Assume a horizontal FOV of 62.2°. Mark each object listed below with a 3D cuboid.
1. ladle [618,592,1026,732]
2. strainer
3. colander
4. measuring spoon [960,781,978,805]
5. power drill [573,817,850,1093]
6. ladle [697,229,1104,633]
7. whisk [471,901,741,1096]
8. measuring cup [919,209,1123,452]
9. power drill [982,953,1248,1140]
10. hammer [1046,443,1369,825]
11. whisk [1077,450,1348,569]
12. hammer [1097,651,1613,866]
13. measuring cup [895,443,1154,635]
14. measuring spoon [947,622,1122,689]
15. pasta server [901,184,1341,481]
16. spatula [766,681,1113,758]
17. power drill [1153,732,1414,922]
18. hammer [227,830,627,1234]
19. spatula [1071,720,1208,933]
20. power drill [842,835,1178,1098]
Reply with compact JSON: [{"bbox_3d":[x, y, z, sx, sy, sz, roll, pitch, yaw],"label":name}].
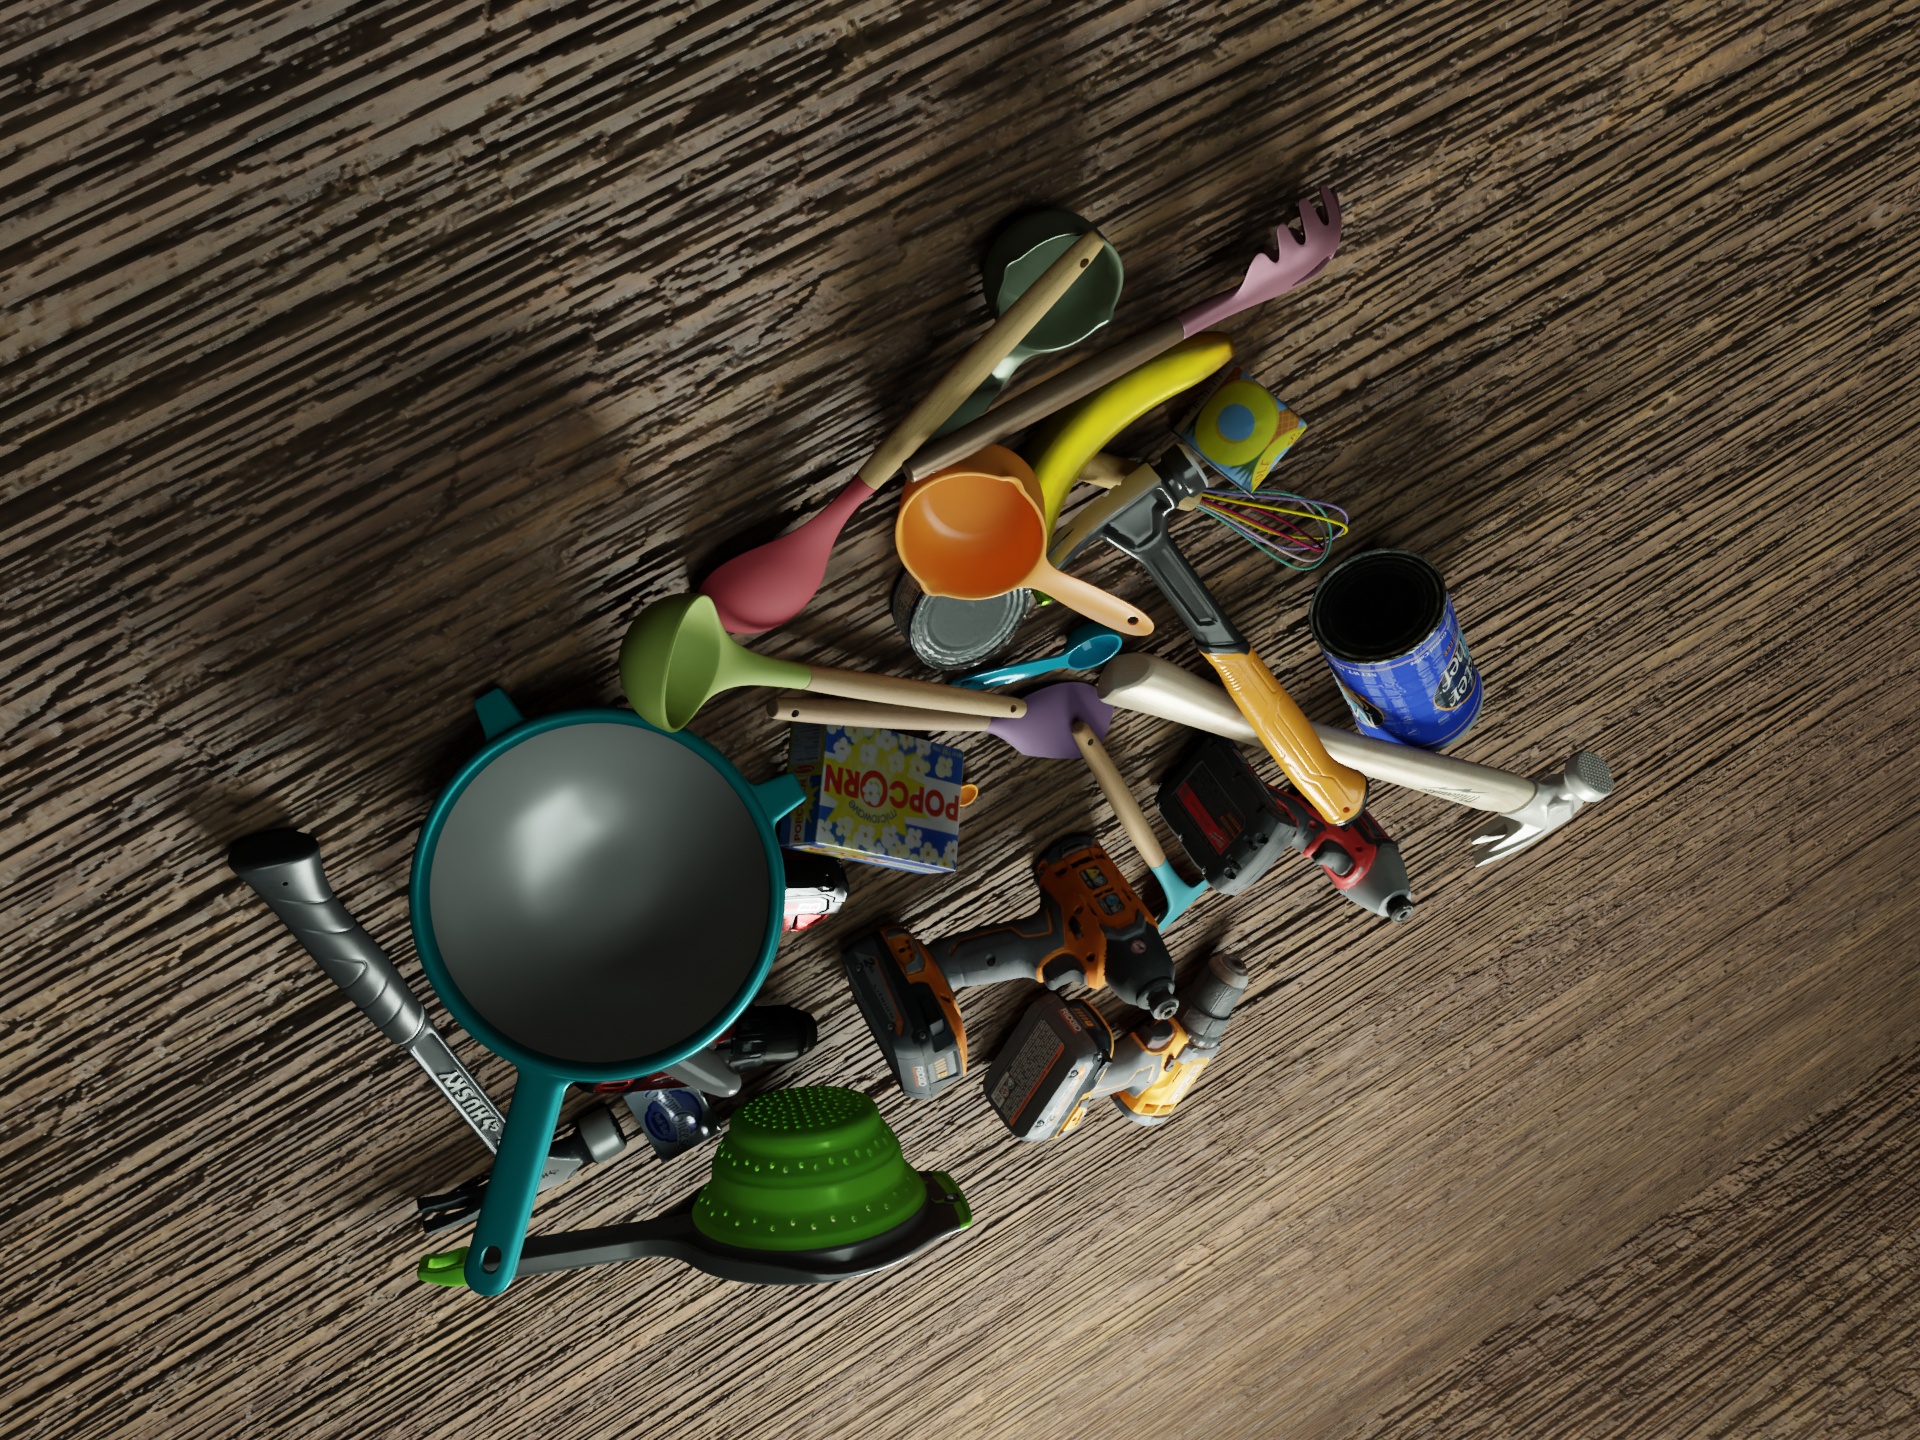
[{"bbox_3d":[-0.066,-0.021,0.958,0.320,0.062,0.078,8,98,-43],"label":"ladle"},{"bbox_3d":[-0.222,0.159,0.933,0.211,0.095,0.340,16,90,0],"label":"strainer"},{"bbox_3d":[-0.193,0.338,1.165,0.397,0.204,0.094,-5,96,-12],"label":"colander"},{"bbox_3d":[-0.035,0.042,1.115,0.116,0.011,0.021,14,115,-38],"label":"measuring spoon"},{"bbox_3d":[-0.155,0.167,1.094,0.187,0.080,0.226,3,127,-36],"label":"power drill"},{"bbox_3d":[-0.035,-0.153,0.891,0.315,0.031,0.069,-44,144,18],"label":"ladle"},{"bbox_3d":[-0.237,0.177,1.000,0.238,0.055,0.055,35,104,-20],"label":"whisk"},{"bbox_3d":[0.022,-0.218,0.907,0.083,0.038,0.167,14,130,-41],"label":"measuring cup"},{"bbox_3d":[0.149,0.285,1.408,0.226,0.084,0.185,7,122,-44],"label":"power drill"},{"bbox_3d":[0.183,-0.031,1.083,0.127,0.034,0.336,-37,124,10],"label":"hammer"},{"bbox_3d":[0.168,-0.145,1.067,0.244,0.047,0.051,9,109,-35],"label":"whisk"},{"bbox_3d":[0.287,0.027,1.209,0.410,0.038,0.146,15,145,-19],"label":"hammer"},{"bbox_3d":[0.042,-0.103,0.947,0.173,0.052,0.095,26,126,-20],"label":"measuring cup"},{"bbox_3d":[0.048,-0.044,1.092,0.128,0.021,0.042,-15,153,-12],"label":"measuring spoon"},{"bbox_3d":[0.098,-0.220,0.913,0.316,0.040,0.060,-31,176,-14],"label":"pasta server"},{"bbox_3d":[-0.002,-0.003,1.068,0.315,0.018,0.059,2,111,-45],"label":"spatula"},{"bbox_3d":[0.271,0.094,1.274,0.219,0.143,0.078,16,121,-40],"label":"power drill"},{"bbox_3d":[-0.352,0.207,1.022,0.149,0.036,0.408,-27,137,-11],"label":"hammer"},{"bbox_3d":[0.138,0.092,1.254,0.082,0.044,0.317,-42,137,-8],"label":"spatula"},{"bbox_3d":[0.044,0.191,1.187,0.226,0.164,0.084,-22,137,-14],"label":"power drill"}]
